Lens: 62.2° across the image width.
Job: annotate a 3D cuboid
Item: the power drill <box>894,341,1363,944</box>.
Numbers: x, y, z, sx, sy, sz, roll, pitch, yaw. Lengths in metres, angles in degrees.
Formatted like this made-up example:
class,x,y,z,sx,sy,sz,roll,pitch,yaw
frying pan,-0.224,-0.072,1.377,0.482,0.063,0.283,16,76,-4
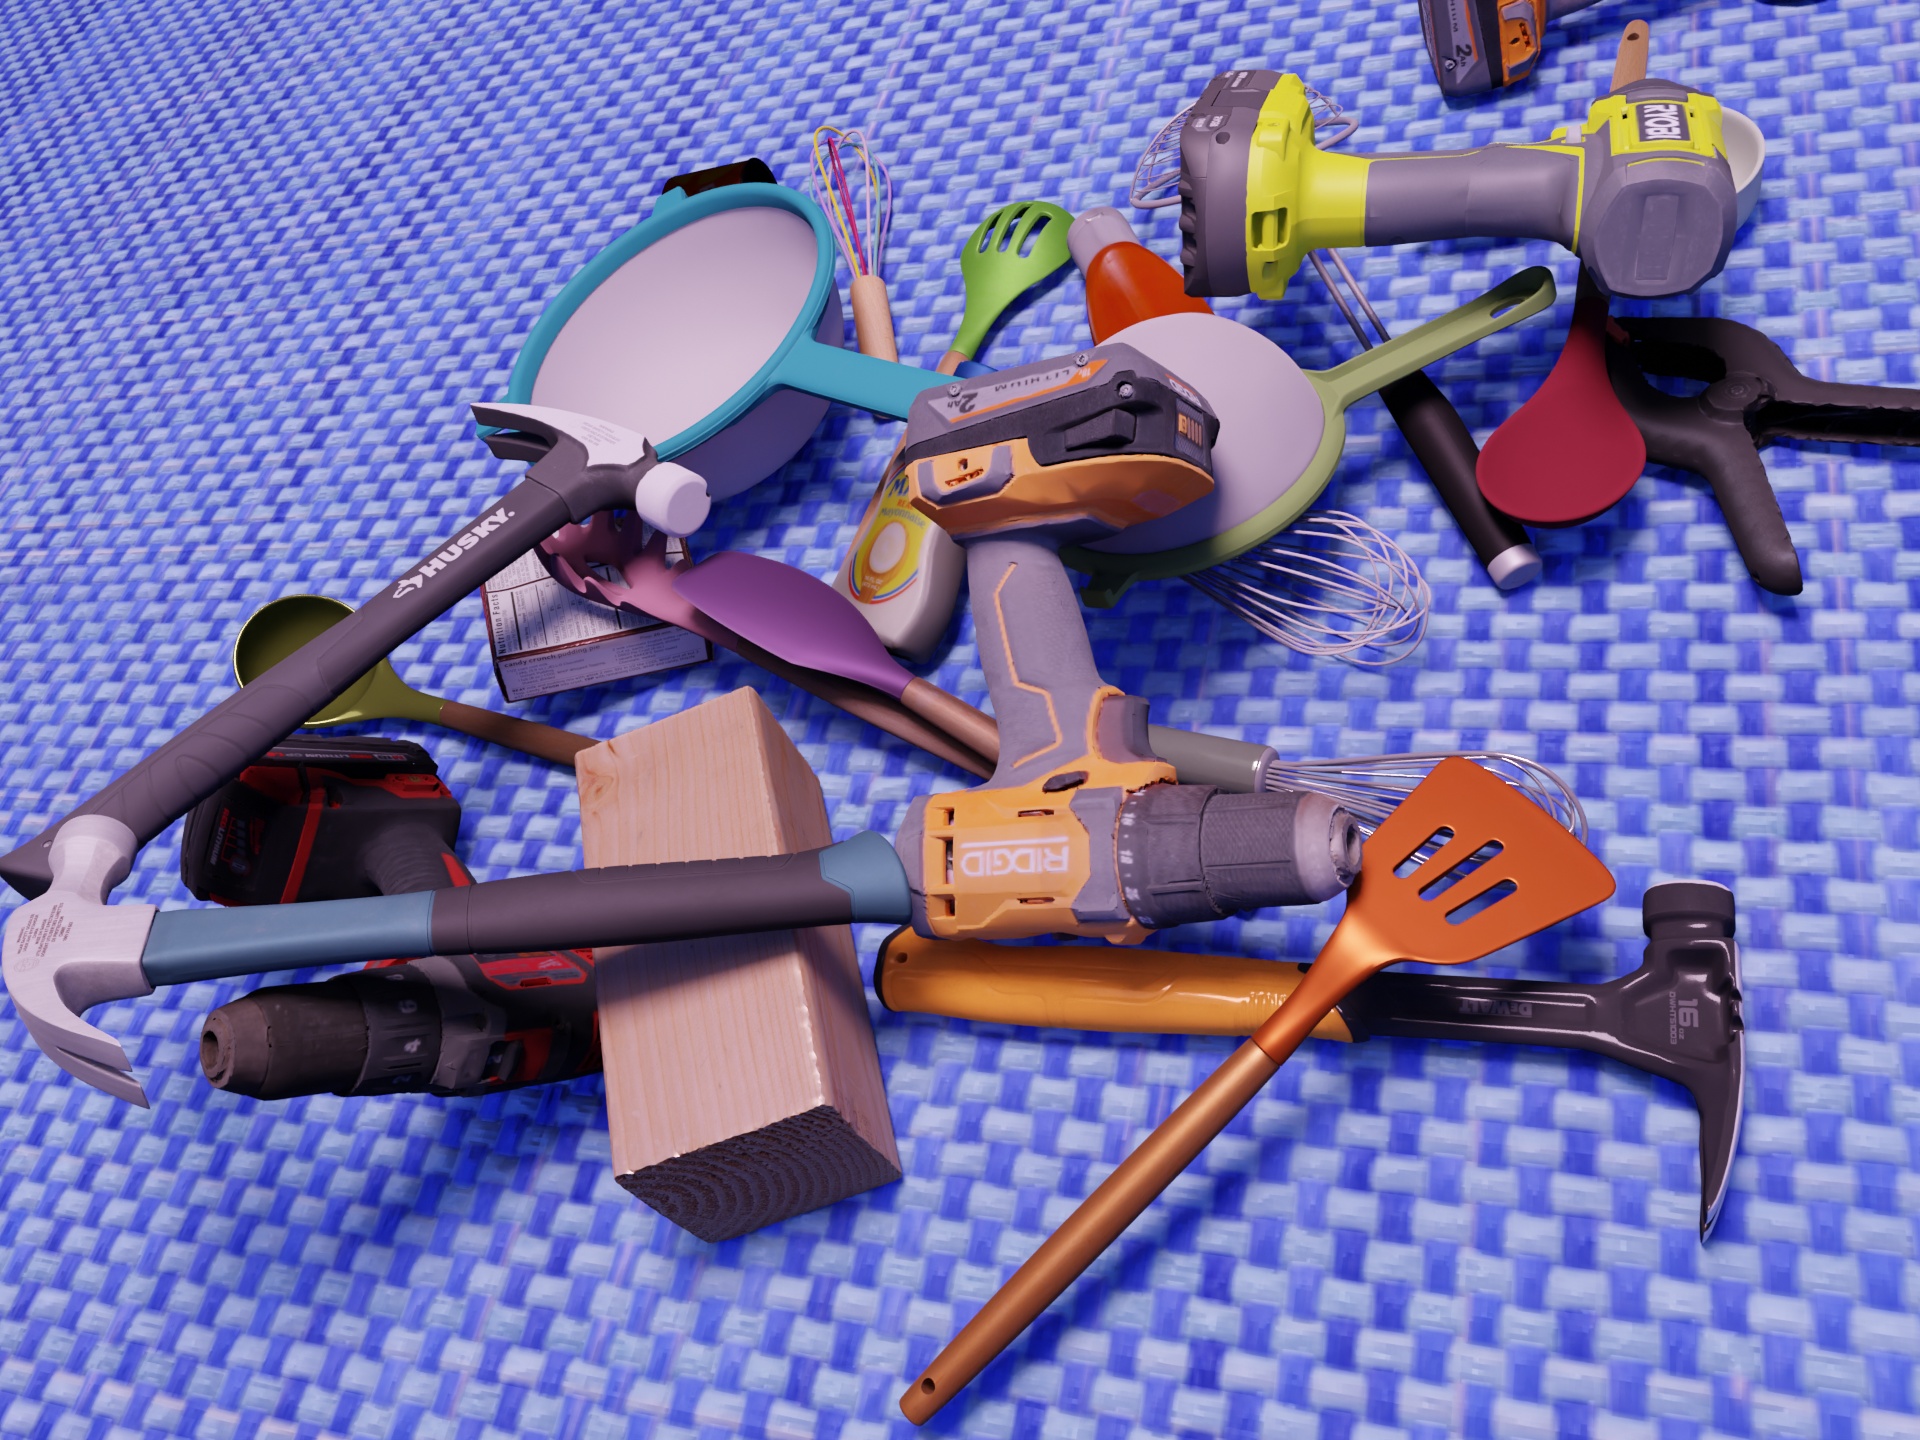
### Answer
class,x,y,z,sx,sy,sz,roll,pitch,yaw
power drill,0.061,-0.026,0.624,0.185,0.084,0.226,-6,80,33

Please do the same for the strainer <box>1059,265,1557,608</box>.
class,x,y,z,sx,sy,sz,roll,pitch,yaw
strainer,0.140,-0.159,0.713,0.256,0.069,0.152,-25,40,8

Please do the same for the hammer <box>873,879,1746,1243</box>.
class,x,y,z,sx,sy,sz,roll,pitch,yaw
hammer,0.121,0.117,0.624,0.337,0.034,0.127,1,57,22

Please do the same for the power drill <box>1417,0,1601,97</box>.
class,x,y,z,sx,sy,sz,roll,pitch,yaw
power drill,0.353,-0.432,0.824,0.226,0.164,0.084,-13,54,15

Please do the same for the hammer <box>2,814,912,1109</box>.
class,x,y,z,sx,sy,sz,roll,pitch,yaw
hammer,-0.185,0.074,0.604,0.331,0.033,0.128,-5,39,-7

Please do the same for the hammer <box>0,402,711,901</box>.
class,x,y,z,sx,sy,sz,roll,pitch,yaw
hammer,-0.280,-0.035,0.724,0.146,0.035,0.335,29,60,32

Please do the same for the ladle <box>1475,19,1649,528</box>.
class,x,y,z,sx,sy,sz,roll,pitch,yaw
ladle,0.297,-0.214,0.743,0.069,0.031,0.316,6,64,26

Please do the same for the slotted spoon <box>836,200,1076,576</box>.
class,x,y,z,sx,sy,sz,roll,pitch,yaw
slotted spoon,-0.009,-0.180,0.881,0.070,0.031,0.314,12,64,25

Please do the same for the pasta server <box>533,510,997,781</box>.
class,x,y,z,sx,sy,sz,roll,pitch,yaw
pasta server,-0.082,-0.033,0.768,0.316,0.040,0.060,26,45,21

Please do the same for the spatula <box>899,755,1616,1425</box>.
class,x,y,z,sx,sy,sz,roll,pitch,yaw
spatula,0.098,0.141,0.583,0.322,0.041,0.081,-46,56,2

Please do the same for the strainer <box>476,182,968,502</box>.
class,x,y,z,sx,sy,sz,roll,pitch,yaw
strainer,-0.097,-0.174,0.855,0.341,0.095,0.211,23,72,38

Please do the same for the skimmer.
class,x,y,z,sx,sy,sz,roll,pitch,yaw
skimmer,0.196,-0.202,0.813,0.127,0.090,0.364,-22,62,1

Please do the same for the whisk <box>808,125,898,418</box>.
class,x,y,z,sx,sy,sz,roll,pitch,yaw
whisk,-0.062,-0.276,0.956,0.051,0.047,0.245,-16,56,9

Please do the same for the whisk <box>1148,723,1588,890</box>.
class,x,y,z,sx,sy,sz,roll,pitch,yaw
whisk,0.138,0.025,0.675,0.246,0.059,0.058,11,26,32

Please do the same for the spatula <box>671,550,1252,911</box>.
class,x,y,z,sx,sy,sz,roll,pitch,yaw
spatula,-0.001,-0.002,0.722,0.316,0.018,0.060,32,46,22

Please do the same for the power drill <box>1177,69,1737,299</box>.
class,x,y,z,sx,sy,sz,roll,pitch,yaw
power drill,0.219,-0.245,0.713,0.223,0.080,0.171,5,37,17

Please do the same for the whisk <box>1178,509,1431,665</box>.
class,x,y,z,sx,sy,sz,roll,pitch,yaw
whisk,0.094,-0.089,0.760,0.285,0.070,0.070,23,68,37

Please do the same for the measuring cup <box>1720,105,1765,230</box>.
class,x,y,z,sx,sy,sz,roll,pitch,yaw
measuring cup,0.313,-0.260,0.804,0.167,0.038,0.083,-6,58,24

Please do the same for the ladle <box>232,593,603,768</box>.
class,x,y,z,sx,sy,sz,roll,pitch,yaw
ladle,-0.257,-0.004,0.841,0.320,0.062,0.078,14,64,26

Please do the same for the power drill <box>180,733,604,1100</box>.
class,x,y,z,sx,sy,sz,roll,pitch,yaw
power drill,-0.269,0.090,0.707,0.227,0.187,0.080,34,110,37
